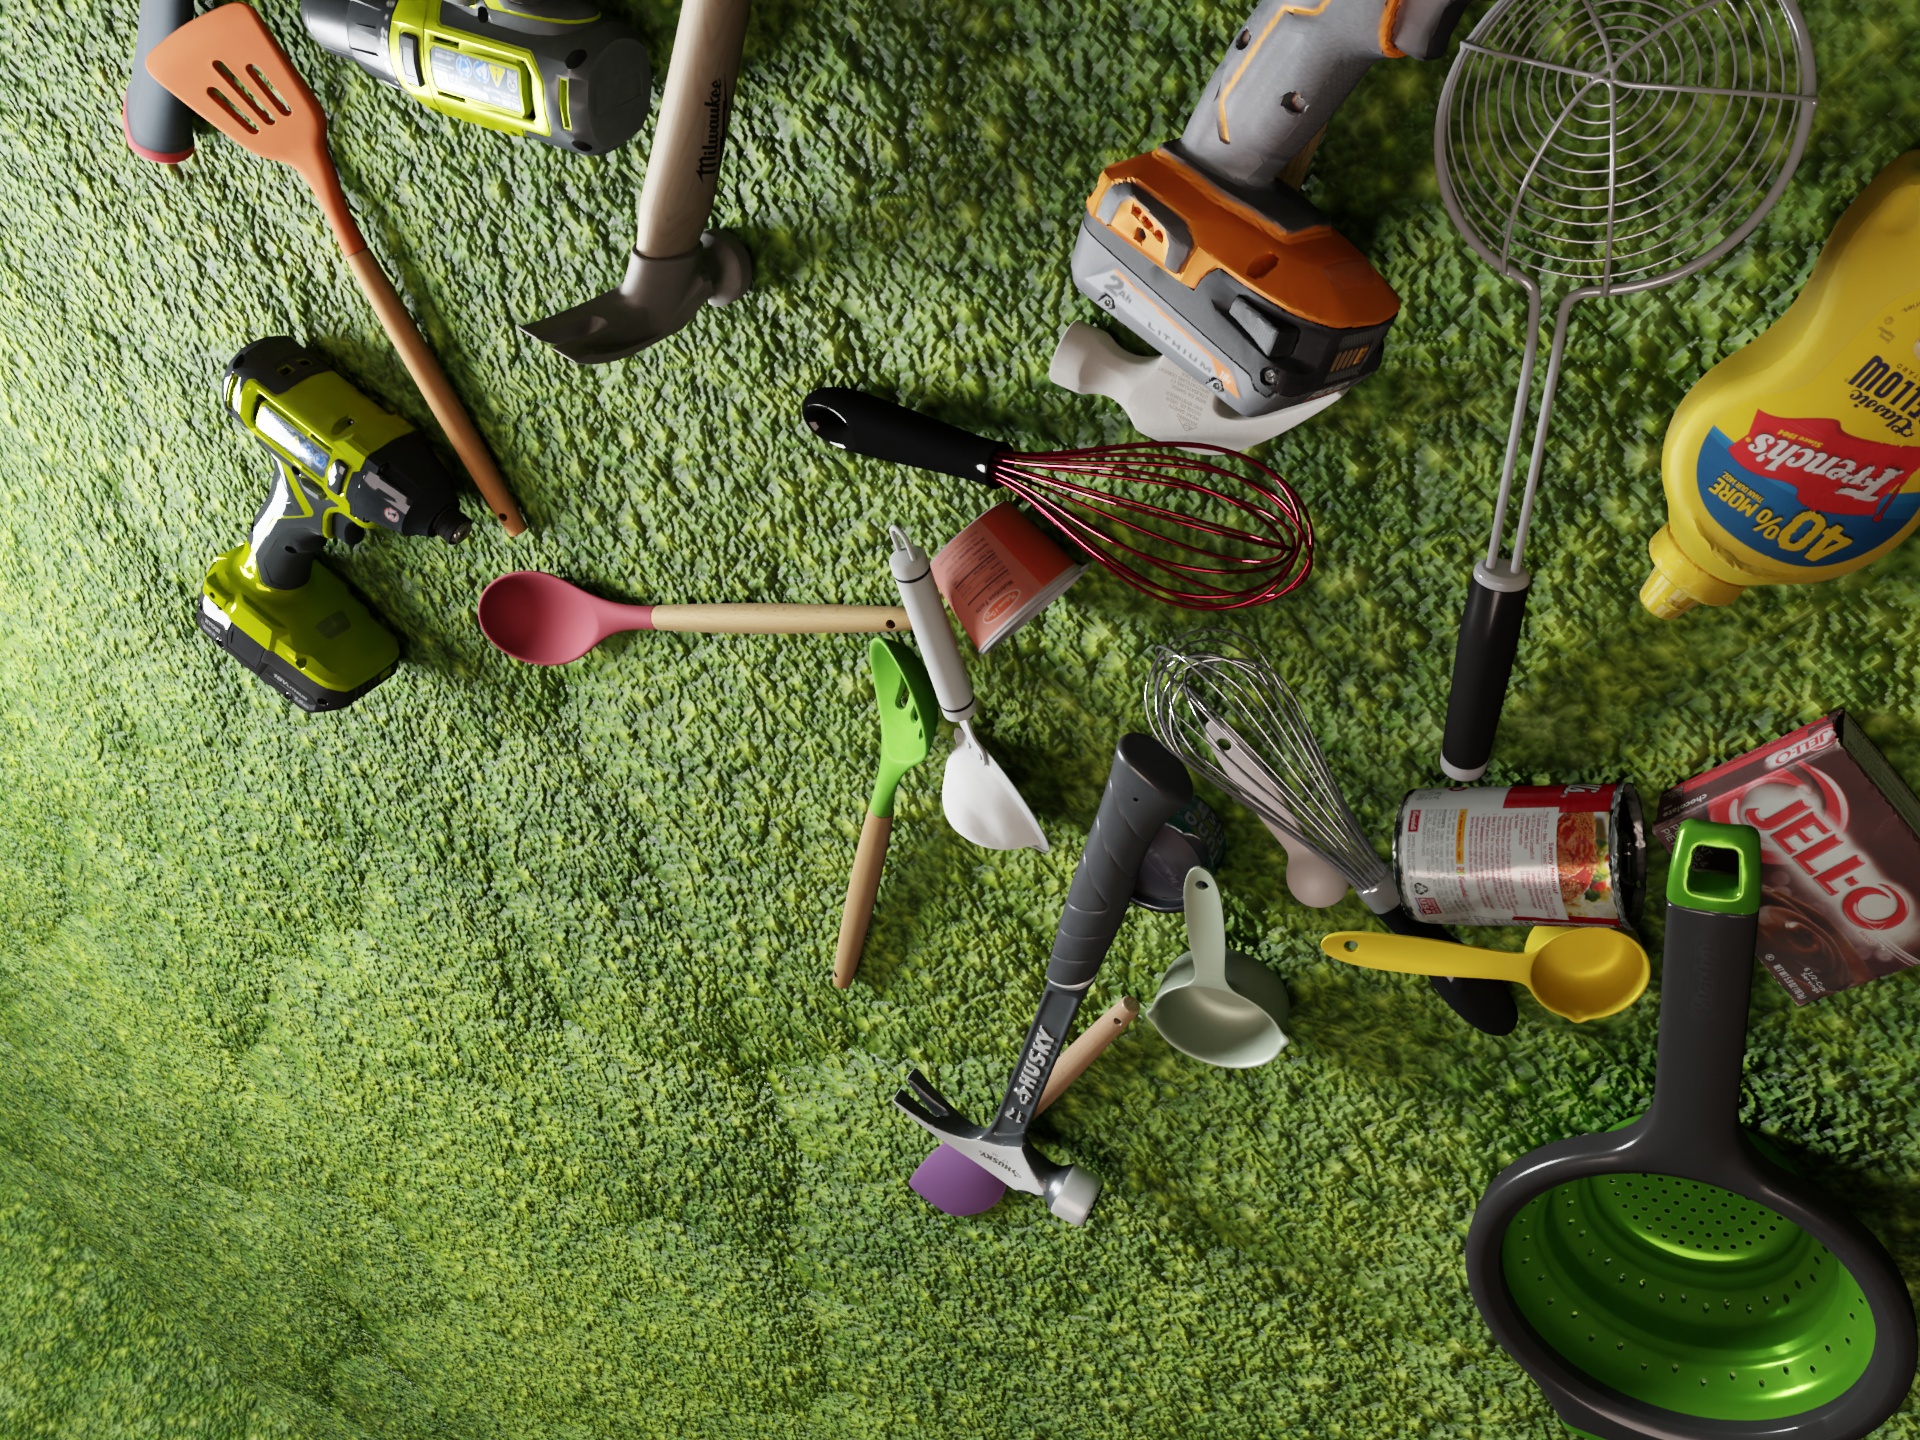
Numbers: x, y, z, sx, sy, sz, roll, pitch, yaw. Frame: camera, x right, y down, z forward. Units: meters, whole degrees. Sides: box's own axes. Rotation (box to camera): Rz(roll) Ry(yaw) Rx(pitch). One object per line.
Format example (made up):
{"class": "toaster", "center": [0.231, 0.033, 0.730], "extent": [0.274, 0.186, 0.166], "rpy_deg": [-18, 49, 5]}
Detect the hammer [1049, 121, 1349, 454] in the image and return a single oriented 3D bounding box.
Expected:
{"class": "hammer", "center": [0.138, -0.251, 0.632], "extent": [0.130, 0.031, 0.331], "rpy_deg": [28, 132, 12]}

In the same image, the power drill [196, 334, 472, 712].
{"class": "power drill", "center": [-0.411, -0.115, 1.039], "extent": [0.171, 0.080, 0.223], "rpy_deg": [38, 130, 2]}

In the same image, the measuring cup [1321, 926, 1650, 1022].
{"class": "measuring cup", "center": [0.261, 0.113, 0.797], "extent": [0.156, 0.029, 0.062], "rpy_deg": [5, 120, 11]}

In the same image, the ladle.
{"class": "ladle", "center": [-0.162, -0.062, 0.956], "extent": [0.315, 0.031, 0.069], "rpy_deg": [2, 125, 28]}

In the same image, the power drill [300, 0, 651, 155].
{"class": "power drill", "center": [-0.238, -0.392, 0.732], "extent": [0.191, 0.080, 0.228], "rpy_deg": [22, 133, 18]}

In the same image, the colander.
{"class": "colander", "center": [0.361, 0.200, 0.780], "extent": [0.204, 0.094, 0.396], "rpy_deg": [6, 122, 28]}

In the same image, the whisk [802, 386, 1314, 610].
{"class": "whisk", "center": [0.034, -0.116, 0.758], "extent": [0.296, 0.073, 0.073], "rpy_deg": [23, 132, 32]}

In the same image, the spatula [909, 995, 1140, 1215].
{"class": "spatula", "center": [0.043, 0.266, 1.073], "extent": [0.060, 0.018, 0.315], "rpy_deg": [34, 134, 2]}

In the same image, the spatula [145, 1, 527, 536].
{"class": "spatula", "center": [-0.342, -0.246, 0.923], "extent": [0.081, 0.041, 0.322], "rpy_deg": [-16, 115, 23]}

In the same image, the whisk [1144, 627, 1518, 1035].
{"class": "whisk", "center": [0.195, 0.064, 0.810], "extent": [0.284, 0.070, 0.070], "rpy_deg": [46, 133, -12]}

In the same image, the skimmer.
{"class": "skimmer", "center": [0.245, -0.124, 0.660], "extent": [0.127, 0.090, 0.362], "rpy_deg": [21, 141, 25]}

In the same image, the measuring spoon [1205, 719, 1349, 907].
{"class": "measuring spoon", "center": [0.164, 0.052, 0.844], "extent": [0.034, 0.018, 0.124], "rpy_deg": [-26, 106, 41]}

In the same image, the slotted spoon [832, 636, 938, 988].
{"class": "slotted spoon", "center": [-0.053, 0.070, 0.981], "extent": [0.070, 0.031, 0.313], "rpy_deg": [55, 147, 34]}

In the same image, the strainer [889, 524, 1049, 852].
{"class": "strainer", "center": [-0.001, -0.003, 0.847], "extent": [0.087, 0.050, 0.258], "rpy_deg": [44, 160, 45]}

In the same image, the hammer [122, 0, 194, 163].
{"class": "hammer", "center": [-0.386, -0.439, 0.796], "extent": [0.143, 0.038, 0.386], "rpy_deg": [48, 137, 15]}

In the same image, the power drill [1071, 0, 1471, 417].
{"class": "power drill", "center": [0.141, -0.223, 0.553], "extent": [0.164, 0.084, 0.226], "rpy_deg": [44, 134, 24]}

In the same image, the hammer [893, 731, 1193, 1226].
{"class": "hammer", "center": [0.057, 0.157, 0.934], "extent": [0.149, 0.036, 0.408], "rpy_deg": [26, 135, 12]}

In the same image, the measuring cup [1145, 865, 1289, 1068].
{"class": "measuring cup", "center": [0.143, 0.129, 0.883], "extent": [0.083, 0.038, 0.167], "rpy_deg": [6, 133, 22]}

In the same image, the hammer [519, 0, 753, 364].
{"class": "hammer", "center": [-0.095, -0.338, 0.652], "extent": [0.038, 0.146, 0.410], "rpy_deg": [31, 128, 10]}
